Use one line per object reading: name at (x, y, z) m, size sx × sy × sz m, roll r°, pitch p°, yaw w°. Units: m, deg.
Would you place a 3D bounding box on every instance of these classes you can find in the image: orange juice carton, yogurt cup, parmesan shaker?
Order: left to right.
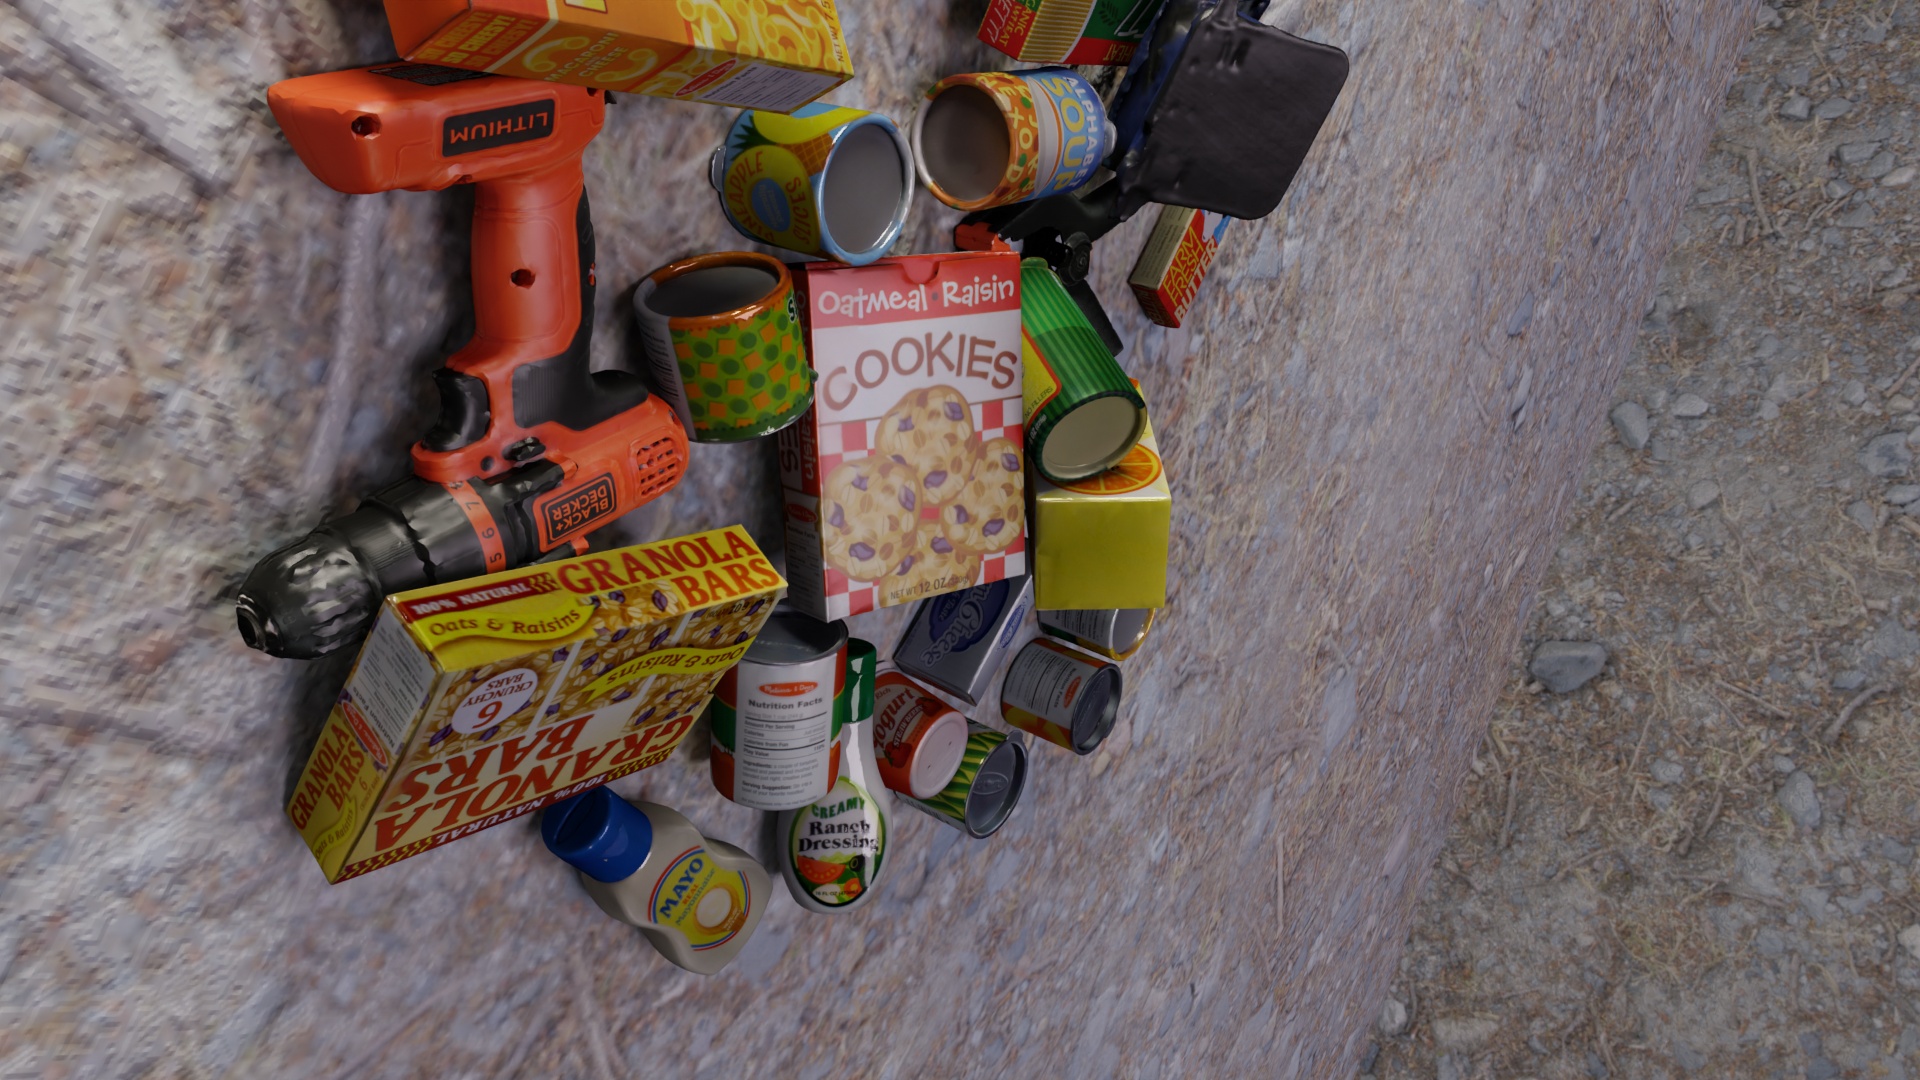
yogurt cup at (-0.032, 0.115, 0.804) m, size 0.073 × 0.054 × 0.072 m, roll -34°, pitch 134°, yaw -44°
parmesan shaker at (0.048, -0.091, 0.737) m, size 0.071 × 0.103 × 0.071 m, roll -19°, pitch 144°, yaw -14°
orange juice carton at (0.075, -0.040, 0.820) m, size 0.193 × 0.073 × 0.071 m, roll -90°, pitch 179°, yaw -59°

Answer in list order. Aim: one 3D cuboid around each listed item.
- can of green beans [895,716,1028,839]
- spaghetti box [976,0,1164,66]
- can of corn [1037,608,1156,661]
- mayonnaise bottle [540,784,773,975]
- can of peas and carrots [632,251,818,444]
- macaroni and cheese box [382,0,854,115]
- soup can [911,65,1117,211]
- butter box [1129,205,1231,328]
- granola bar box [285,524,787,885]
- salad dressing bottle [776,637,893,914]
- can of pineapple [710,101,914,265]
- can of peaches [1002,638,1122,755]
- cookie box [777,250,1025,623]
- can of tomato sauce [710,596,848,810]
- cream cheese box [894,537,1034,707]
can of green beans at (0.000, 0.144, 0.866) m, size 0.071 × 0.058 × 0.071 m, roll -33°, pitch 132°, yaw -44°
spaghetti box at (0.091, -0.290, 0.766) m, size 0.251 × 0.029 × 0.050 m, roll -26°, pitch 148°, yaw -55°
can of corn at (0.097, 0.043, 0.960) m, size 0.071 × 0.058 × 0.070 m, roll -33°, pitch 133°, yaw -44°
mayonnaise bottle at (-0.145, 0.160, 0.668) m, size 0.065 × 0.041 × 0.147 m, roll -57°, pitch 147°, yaw -18°
can of peas and carrots at (-0.097, -0.083, 0.585) m, size 0.071 × 0.071 × 0.058 m, roll -42°, pitch 138°, yaw -38°
macaroni and cheese box at (-0.117, -0.214, 0.459) m, size 0.167 × 0.040 × 0.123 m, roll -15°, pitch 88°, yaw -54°
soup can at (0.028, -0.205, 0.706) m, size 0.084 × 0.071 × 0.071 m, roll -27°, pitch 128°, yaw -48°
butter box at (0.152, -0.201, 0.942) m, size 0.103 × 0.024 × 0.053 m, roll -64°, pitch 147°, yaw -11°
granola bar box at (-0.160, 0.060, 0.544) m, size 0.166 × 0.039 × 0.123 m, roll -15°, pitch 148°, yaw -53°
salad dressing bottle at (-0.067, 0.128, 0.760) m, size 0.064 × 0.044 × 0.147 m, roll 1°, pitch 103°, yaw -11°
can of pineapple at (-0.063, -0.157, 0.606) m, size 0.071 × 0.058 × 0.070 m, roll -33°, pitch 133°, yaw -44°
can of peaches at (0.071, 0.108, 0.955) m, size 0.071 × 0.058 × 0.071 m, roll -34°, pitch 133°, yaw -45°
cookie box at (-0.027, -0.055, 0.678) m, size 0.123 × 0.040 × 0.167 m, roll -12°, pitch 108°, yaw -35°
can of tomato sauce at (-0.091, 0.080, 0.687) m, size 0.071 × 0.071 × 0.082 m, roll -25°, pitch 127°, yaw -49°
cream cheese box at (0.009, 0.041, 0.828) m, size 0.104 × 0.053 × 0.024 m, roll -60°, pitch 154°, yaw -15°
